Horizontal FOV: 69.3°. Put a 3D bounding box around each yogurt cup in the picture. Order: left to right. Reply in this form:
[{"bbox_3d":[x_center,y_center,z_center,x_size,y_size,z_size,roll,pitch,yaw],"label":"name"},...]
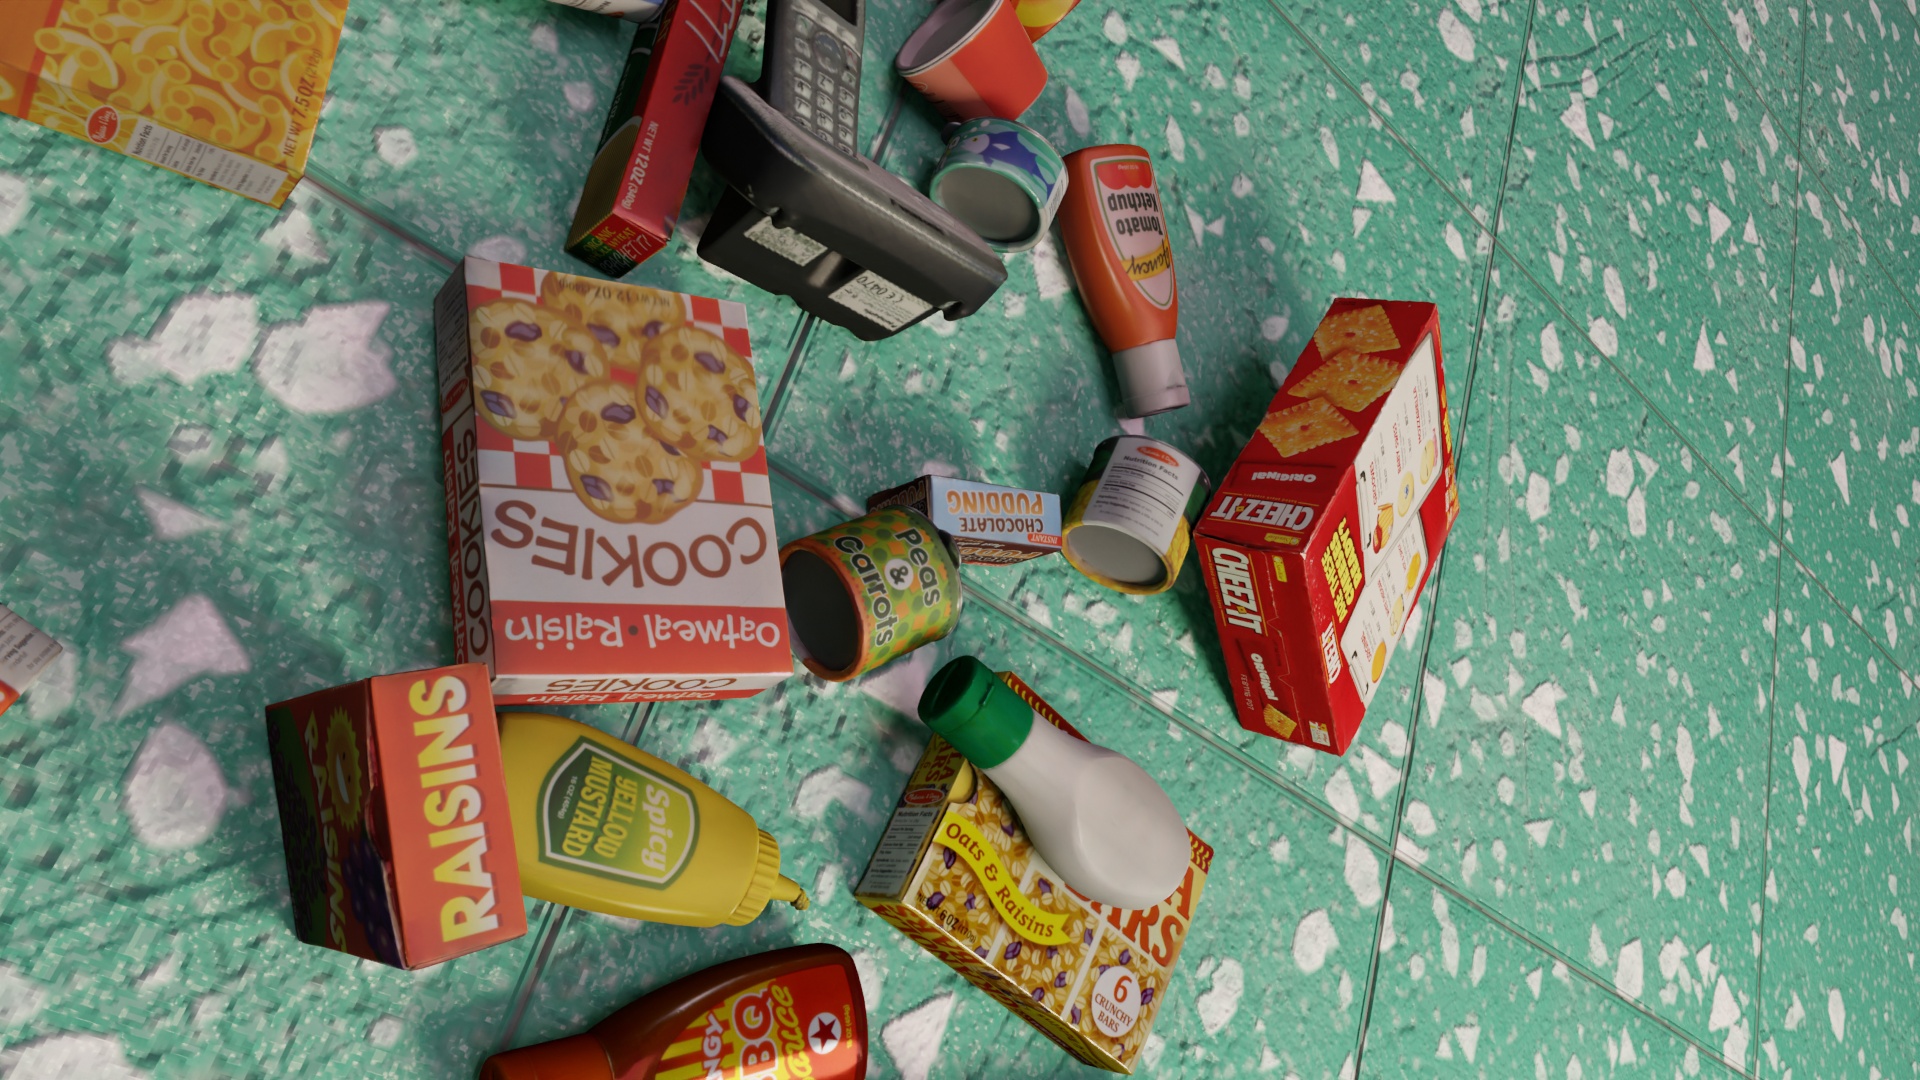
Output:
[{"bbox_3d":[0.008,-0.245,0.718,0.054,0.072,0.073,47,56,-32],"label":"yogurt cup"}]

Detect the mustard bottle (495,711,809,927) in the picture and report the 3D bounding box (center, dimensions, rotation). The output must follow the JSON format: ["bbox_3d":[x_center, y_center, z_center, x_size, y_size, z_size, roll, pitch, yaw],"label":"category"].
[{"bbox_3d":[-0.121,0.117,0.543,0.160,0.048,0.065,28,61,-31],"label":"mustard bottle"}]

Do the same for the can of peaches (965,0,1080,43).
[{"bbox_3d":[0.031,-0.303,0.744,0.058,0.071,0.071,47,56,-23],"label":"can of peaches"}]

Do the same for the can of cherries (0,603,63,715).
[{"bbox_3d":[-0.310,0.041,0.399,0.058,0.071,0.072,45,56,-24],"label":"can of cherries"}]

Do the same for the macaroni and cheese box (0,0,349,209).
[{"bbox_3d":[-0.302,-0.204,0.474,0.166,0.040,0.124,17,69,-35],"label":"macaroni and cheese box"}]

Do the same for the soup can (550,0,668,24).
[{"bbox_3d":[-0.166,-0.261,0.577,0.084,0.071,0.071,1,80,-38],"label":"soup can"}]

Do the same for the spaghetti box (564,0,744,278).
[{"bbox_3d":[-0.120,-0.235,0.620,0.028,0.050,0.251,26,65,-33],"label":"spaghetti box"}]

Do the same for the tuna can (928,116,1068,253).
[{"bbox_3d":[0.017,-0.182,0.709,0.071,0.071,0.033,37,61,-27],"label":"tuna can"}]

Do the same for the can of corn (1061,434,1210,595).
[{"bbox_3d":[0.091,-0.011,0.733,0.071,0.071,0.058,41,59,-25],"label":"can of corn"}]

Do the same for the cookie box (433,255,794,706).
[{"bbox_3d":[-0.138,-0.020,0.551,0.123,0.040,0.168,4,68,-38],"label":"cookie box"}]

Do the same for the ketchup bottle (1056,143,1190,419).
[{"bbox_3d":[0.093,-0.144,0.776,0.065,0.043,0.148,-13,89,-40],"label":"ketchup bottle"}]

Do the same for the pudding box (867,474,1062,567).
[{"bbox_3d":[0.002,-0.008,0.670,0.084,0.049,0.030,8,74,-38],"label":"pudding box"}]

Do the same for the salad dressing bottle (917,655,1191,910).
[{"bbox_3d":[0.043,0.109,0.629,0.147,0.044,0.064,44,56,-22],"label":"salad dressing bottle"}]

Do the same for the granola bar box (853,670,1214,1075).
[{"bbox_3d":[0.043,0.161,0.672,0.165,0.039,0.125,43,57,-24],"label":"granola bar box"}]

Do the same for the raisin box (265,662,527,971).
[{"bbox_3d":[-0.186,0.087,0.450,0.040,0.123,0.086,-6,85,-40],"label":"raisin box"}]

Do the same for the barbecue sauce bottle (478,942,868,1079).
[{"bbox_3d":[-0.108,0.201,0.540,0.149,0.043,0.065,-1,82,-38],"label":"barbecue sauce bottle"}]

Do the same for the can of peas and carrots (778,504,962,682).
[{"bbox_3d":[-0.041,0.022,0.614,0.059,0.071,0.071,-21,94,-39],"label":"can of peas and carrots"}]
